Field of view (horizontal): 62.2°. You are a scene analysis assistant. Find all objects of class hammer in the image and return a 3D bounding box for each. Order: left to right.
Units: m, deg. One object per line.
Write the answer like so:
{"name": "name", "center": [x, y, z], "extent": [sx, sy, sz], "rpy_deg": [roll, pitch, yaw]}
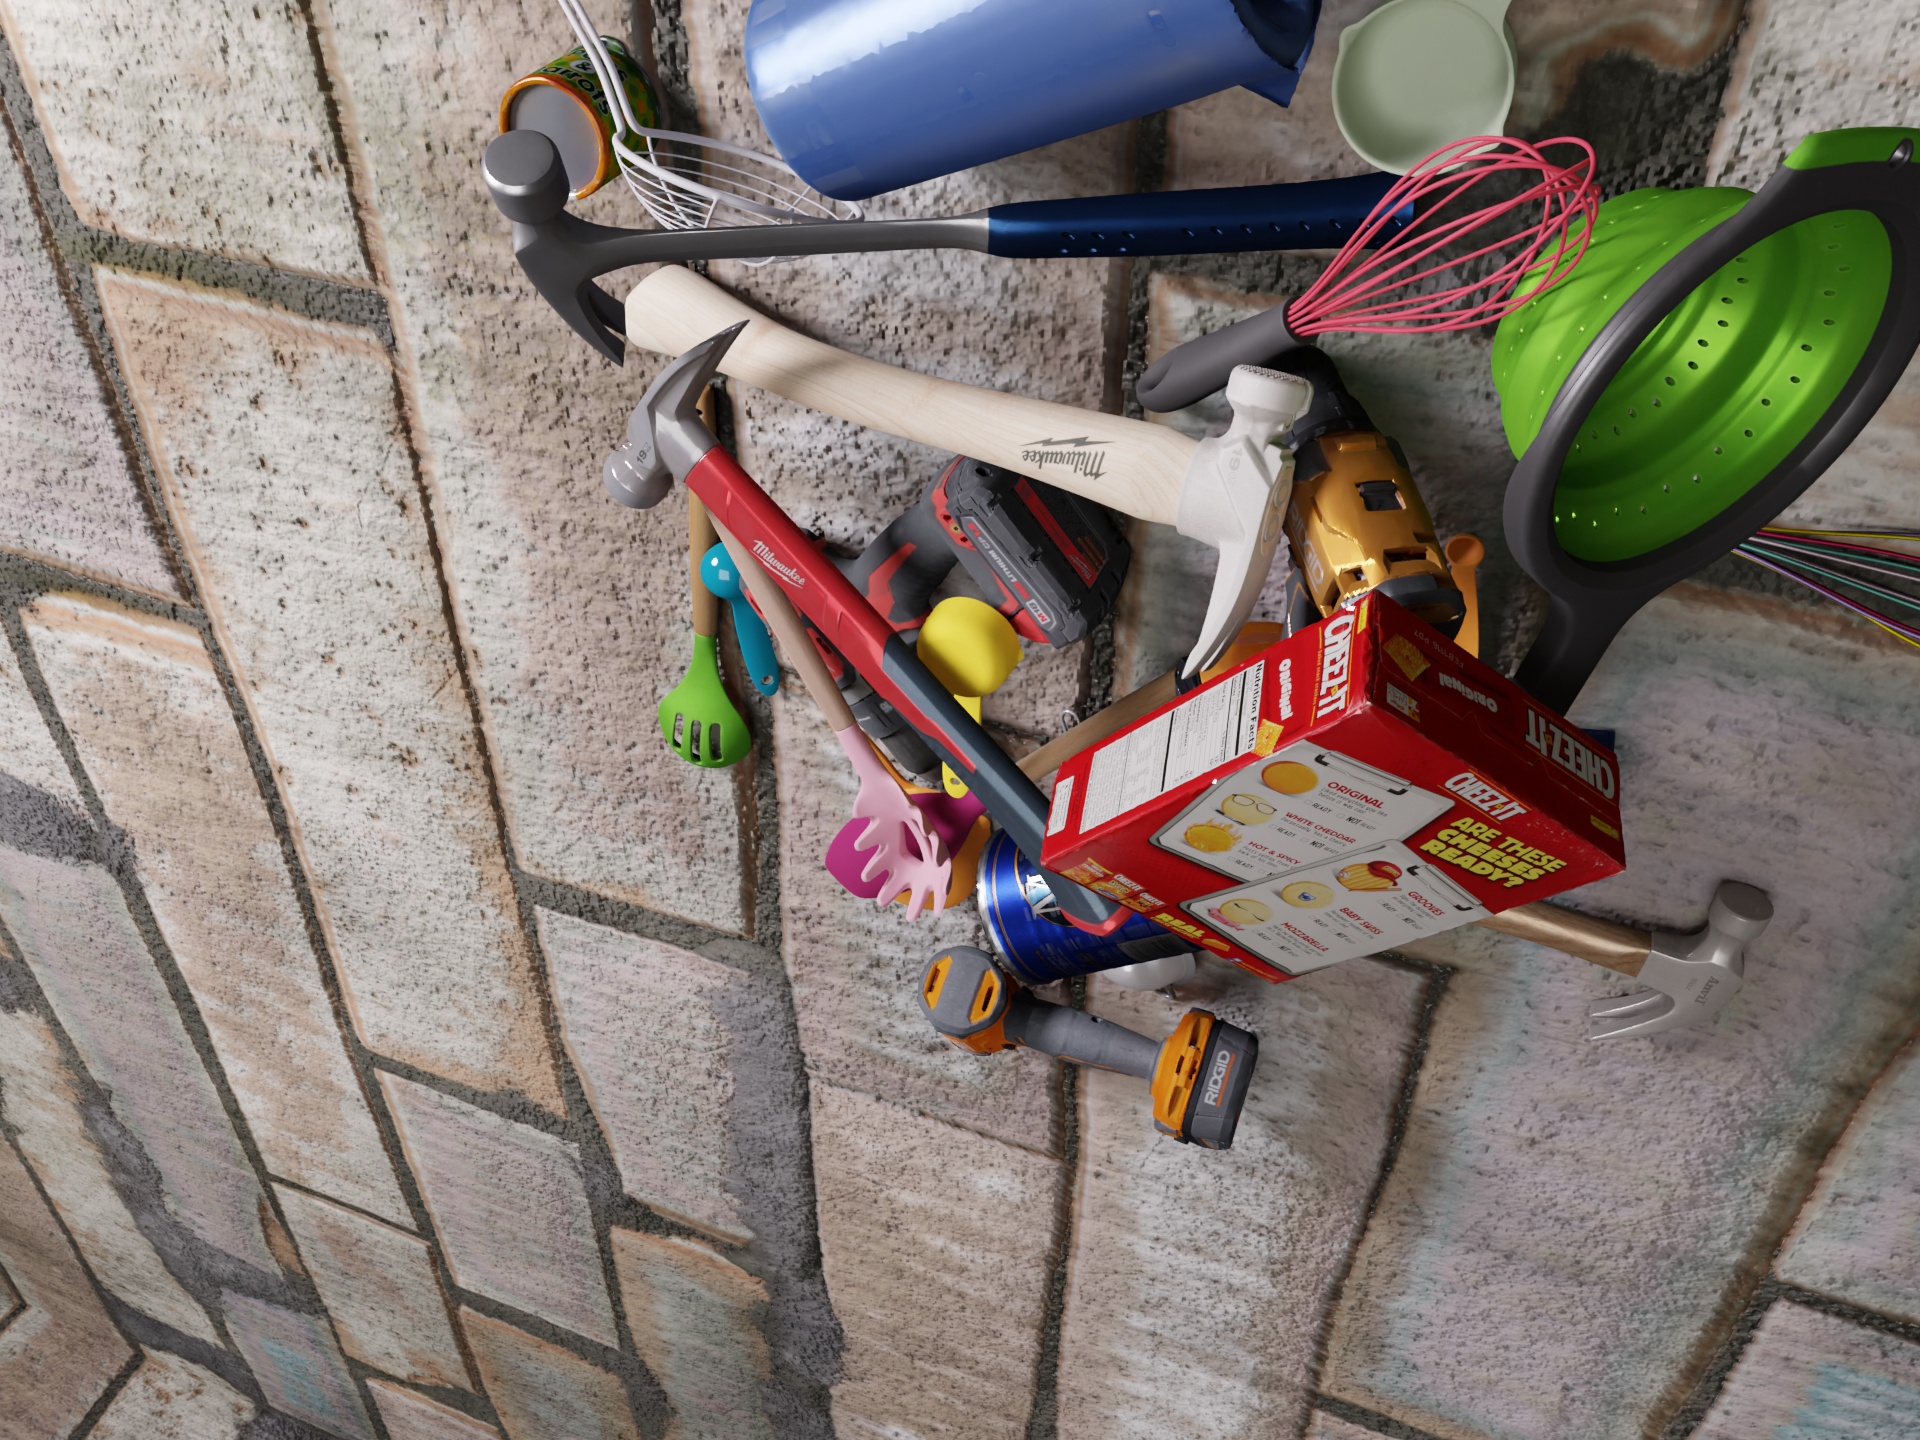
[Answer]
{"name": "hammer", "center": [-0.032, -0.038, 0.866], "extent": [0.386, 0.038, 0.143], "rpy_deg": [47, 137, -3]}
{"name": "hammer", "center": [-0.023, -0.154, 0.829], "extent": [0.411, 0.038, 0.146], "rpy_deg": [23, 112, 29]}
{"name": "hammer", "center": [0.001, -0.223, 0.734], "extent": [0.405, 0.035, 0.144], "rpy_deg": [-3, 162, 0]}
{"name": "hammer", "center": [0.296, 0.107, 0.965], "extent": [0.331, 0.031, 0.130], "rpy_deg": [17, 132, 14]}

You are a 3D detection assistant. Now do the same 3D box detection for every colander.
{"name": "colander", "center": [0.279, -0.096, 0.727], "extent": [0.095, 0.204, 0.396], "rpy_deg": [57, 144, 37]}

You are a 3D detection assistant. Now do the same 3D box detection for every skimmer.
{"name": "skimmer", "center": [-0.176, -0.381, 0.774], "extent": [0.090, 0.127, 0.363], "rpy_deg": [-25, 102, 26]}

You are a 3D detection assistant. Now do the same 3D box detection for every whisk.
{"name": "whisk", "center": [0.166, -0.187, 0.716], "extent": [0.073, 0.073, 0.296], "rpy_deg": [48, 156, -15]}
{"name": "whisk", "center": [0.386, -0.079, 0.760], "extent": [0.245, 0.051, 0.047], "rpy_deg": [19, 138, 16]}

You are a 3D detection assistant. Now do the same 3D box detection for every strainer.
{"name": "strainer", "center": [0.100, 0.102, 1.058], "extent": [0.087, 0.050, 0.258], "rpy_deg": [9, 128, 40]}

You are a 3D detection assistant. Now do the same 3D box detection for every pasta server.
{"name": "pasta server", "center": [-0.086, -0.016, 0.961], "extent": [0.060, 0.040, 0.316], "rpy_deg": [-15, 114, 35]}

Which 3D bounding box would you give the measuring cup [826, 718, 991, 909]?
{"name": "measuring cup", "center": [-0.047, 0.065, 1.064], "extent": [0.095, 0.052, 0.173], "rpy_deg": [-7, 138, 34]}

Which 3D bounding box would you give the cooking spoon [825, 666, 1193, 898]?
{"name": "cooking spoon", "center": [0.040, 0.032, 0.990], "extent": [0.319, 0.017, 0.068], "rpy_deg": [-32, 114, 25]}

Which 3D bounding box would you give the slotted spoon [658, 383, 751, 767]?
{"name": "slotted spoon", "center": [-0.171, -0.081, 1.053], "extent": [0.070, 0.031, 0.313], "rpy_deg": [14, 130, 8]}

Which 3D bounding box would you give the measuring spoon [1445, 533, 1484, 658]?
{"name": "measuring spoon", "center": [0.272, -0.054, 0.863], "extent": [0.021, 0.011, 0.116], "rpy_deg": [7, 133, 22]}

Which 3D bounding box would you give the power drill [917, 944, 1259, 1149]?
{"name": "power drill", "center": [0.090, 0.228, 1.119], "extent": [0.226, 0.084, 0.164], "rpy_deg": [16, 165, 15]}

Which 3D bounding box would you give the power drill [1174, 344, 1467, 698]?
{"name": "power drill", "center": [0.173, -0.063, 0.818], "extent": [0.084, 0.186, 0.226], "rpy_deg": [-6, 146, -10]}

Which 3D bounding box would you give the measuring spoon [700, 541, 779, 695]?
{"name": "measuring spoon", "center": [-0.138, -0.061, 1.046], "extent": [0.042, 0.021, 0.128], "rpy_deg": [-17, 130, -6]}

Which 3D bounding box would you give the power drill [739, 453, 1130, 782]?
{"name": "power drill", "center": [-0.008, -0.059, 0.956], "extent": [0.226, 0.080, 0.187], "rpy_deg": [-23, 114, 41]}

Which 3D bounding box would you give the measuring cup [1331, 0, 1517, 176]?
{"name": "measuring cup", "center": [0.222, -0.307, 0.660], "extent": [0.083, 0.038, 0.167], "rpy_deg": [34, 132, -2]}

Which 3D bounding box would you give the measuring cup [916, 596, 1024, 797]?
{"name": "measuring cup", "center": [-0.001, -0.003, 0.925], "extent": [0.062, 0.029, 0.156], "rpy_deg": [21, 135, 15]}
